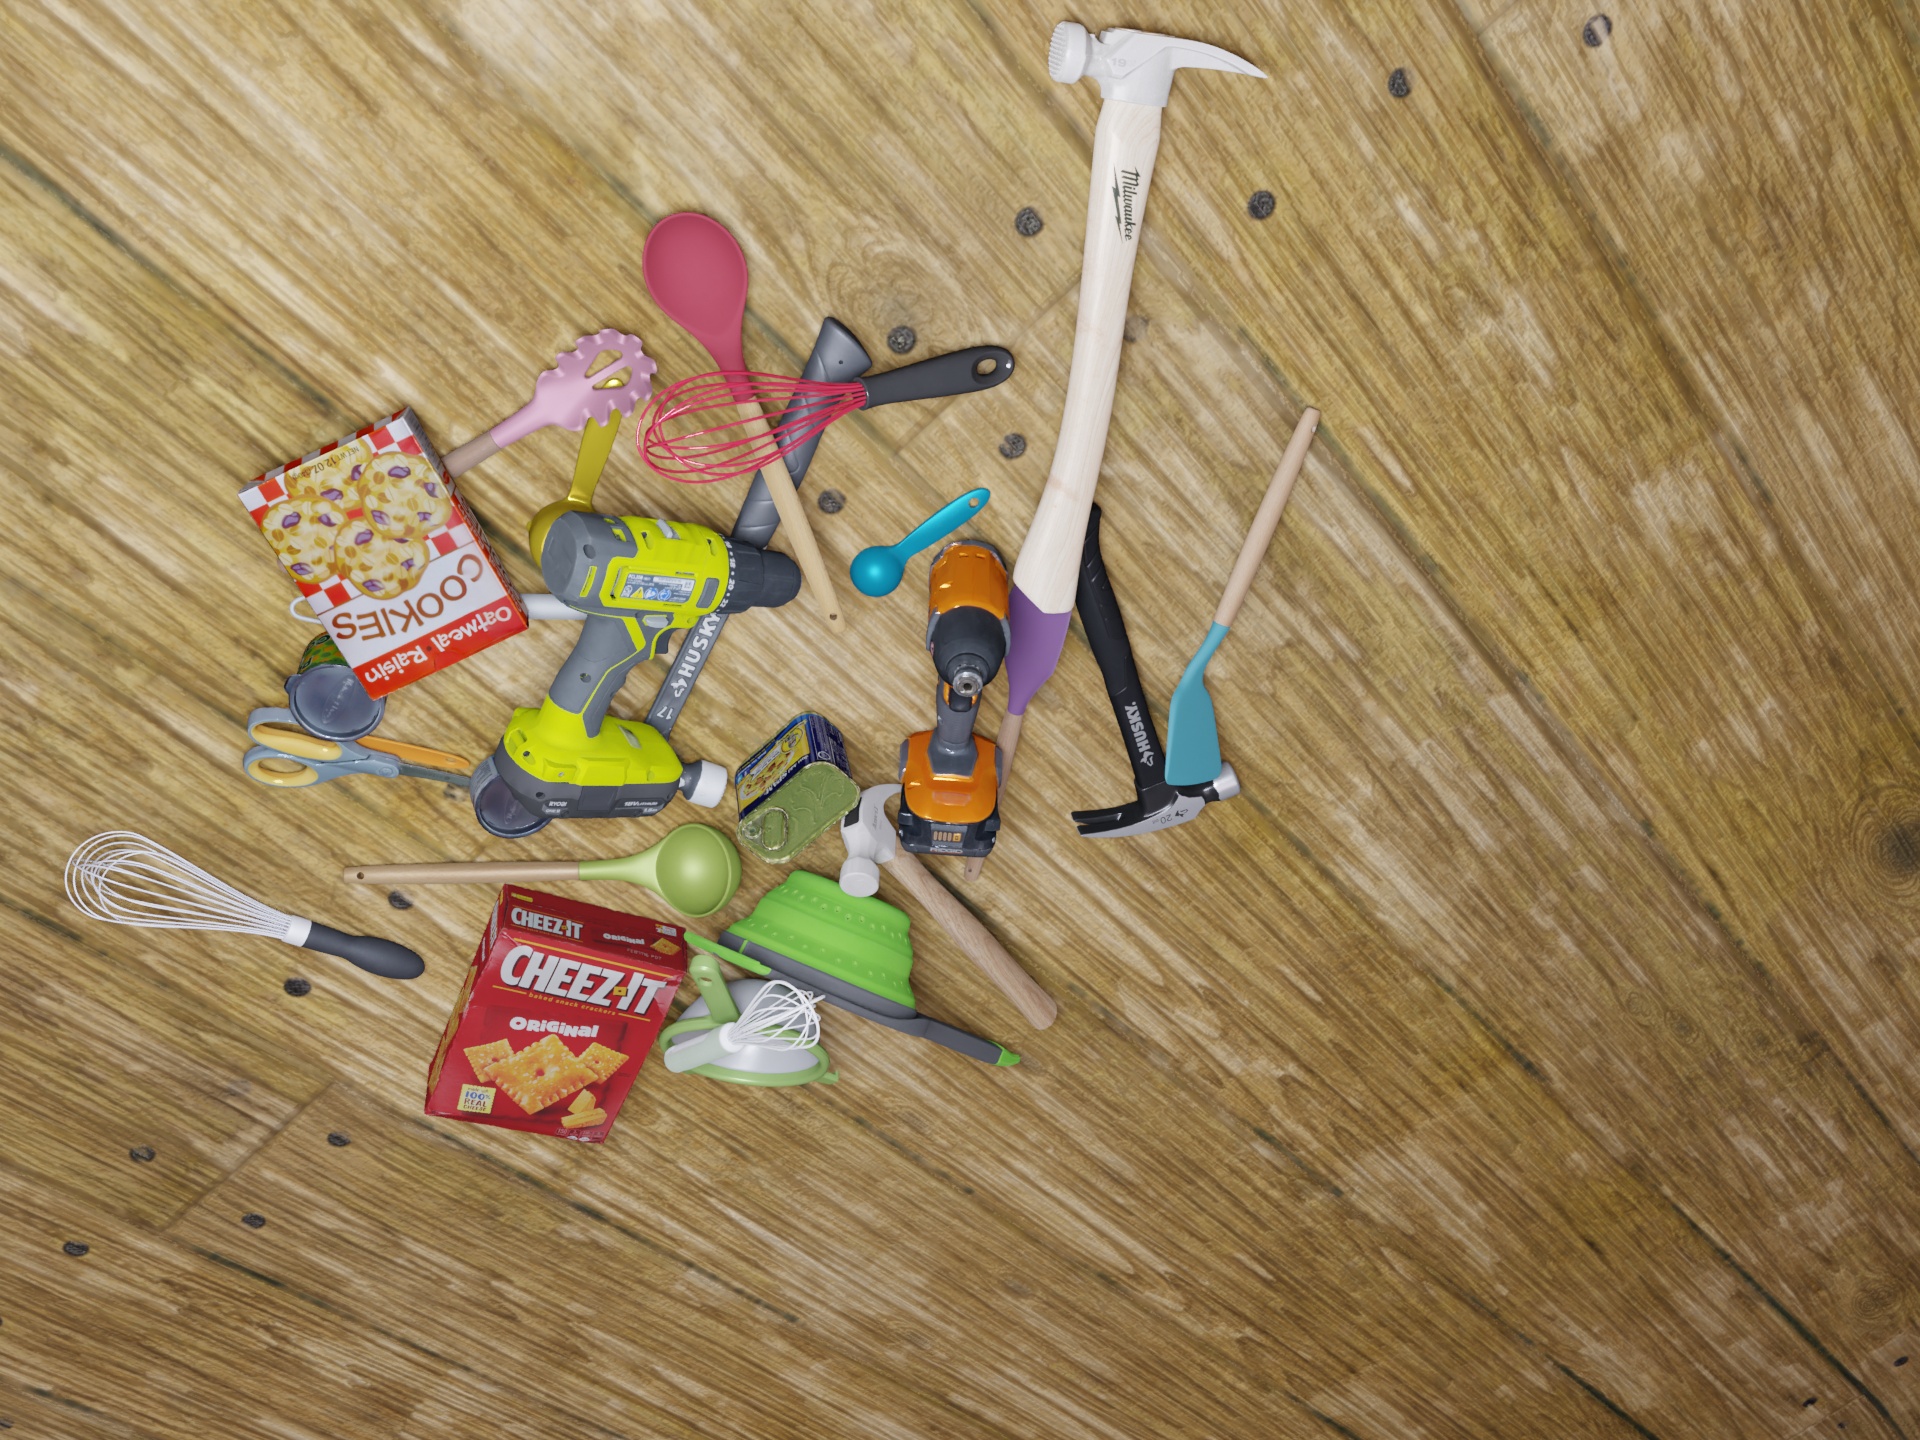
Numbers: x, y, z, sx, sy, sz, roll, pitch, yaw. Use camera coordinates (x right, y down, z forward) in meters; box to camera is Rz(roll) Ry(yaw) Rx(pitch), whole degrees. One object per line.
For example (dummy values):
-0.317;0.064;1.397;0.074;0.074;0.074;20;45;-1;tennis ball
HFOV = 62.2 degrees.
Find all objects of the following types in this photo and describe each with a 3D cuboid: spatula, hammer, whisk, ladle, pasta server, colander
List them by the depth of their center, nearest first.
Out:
-0.086;-0.221;1.096;0.296;0.073;0.073;-19;127;-28;whisk
-0.350;-0.182;1.115;0.316;0.040;0.060;-28;110;8;pasta server
-0.141;-0.202;1.122;0.069;0.031;0.315;-19;112;4;ladle
0.107;-0.271;1.140;0.146;0.038;0.410;1;116;-15;hammer
-0.175;-0.116;1.200;0.149;0.036;0.408;20;115;-22;hammer
-0.565;0.158;1.277;0.284;0.070;0.070;25;114;-31;whisk
0.230;-0.097;1.280;0.082;0.044;0.317;-3;120;-47;spatula
-0.180;0.253;1.282;0.246;0.058;0.059;-30;92;49;whisk
-0.341;0.125;1.304;0.320;0.062;0.078;0;89;-9;ladle
0.126;-0.039;1.315;0.146;0.035;0.334;-22;124;1;hammer
0.038;0.011;1.329;0.018;0.060;0.315;-30;143;-46;spatula
-0.004;0.171;1.375;0.031;0.130;0.331;-21;132;22;hammer
-0.059;0.218;1.402;0.396;0.205;0.094;32;76;-44;colander

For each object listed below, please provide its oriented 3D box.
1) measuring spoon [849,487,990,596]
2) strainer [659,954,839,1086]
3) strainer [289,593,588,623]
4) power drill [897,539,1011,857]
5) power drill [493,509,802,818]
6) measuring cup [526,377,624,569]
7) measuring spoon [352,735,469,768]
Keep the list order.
-0.029;-0.136;1.225;0.128;0.021;0.042;-35;123;10;measuring spoon
-0.191;0.240;1.369;0.151;0.069;0.256;2;147;7;strainer
-0.350;-0.083;1.164;0.258;0.050;0.087;0;103;-8;strainer
-0.002;-0.004;1.230;0.084;0.164;0.226;4;124;-2;power drill
-0.228;-0.041;1.153;0.190;0.080;0.228;3;125;-41;power drill
-0.269;-0.171;1.145;0.062;0.029;0.156;14;117;-20;measuring cup
-0.441;0.018;1.240;0.116;0.011;0.021;17;143;-24;measuring spoon
